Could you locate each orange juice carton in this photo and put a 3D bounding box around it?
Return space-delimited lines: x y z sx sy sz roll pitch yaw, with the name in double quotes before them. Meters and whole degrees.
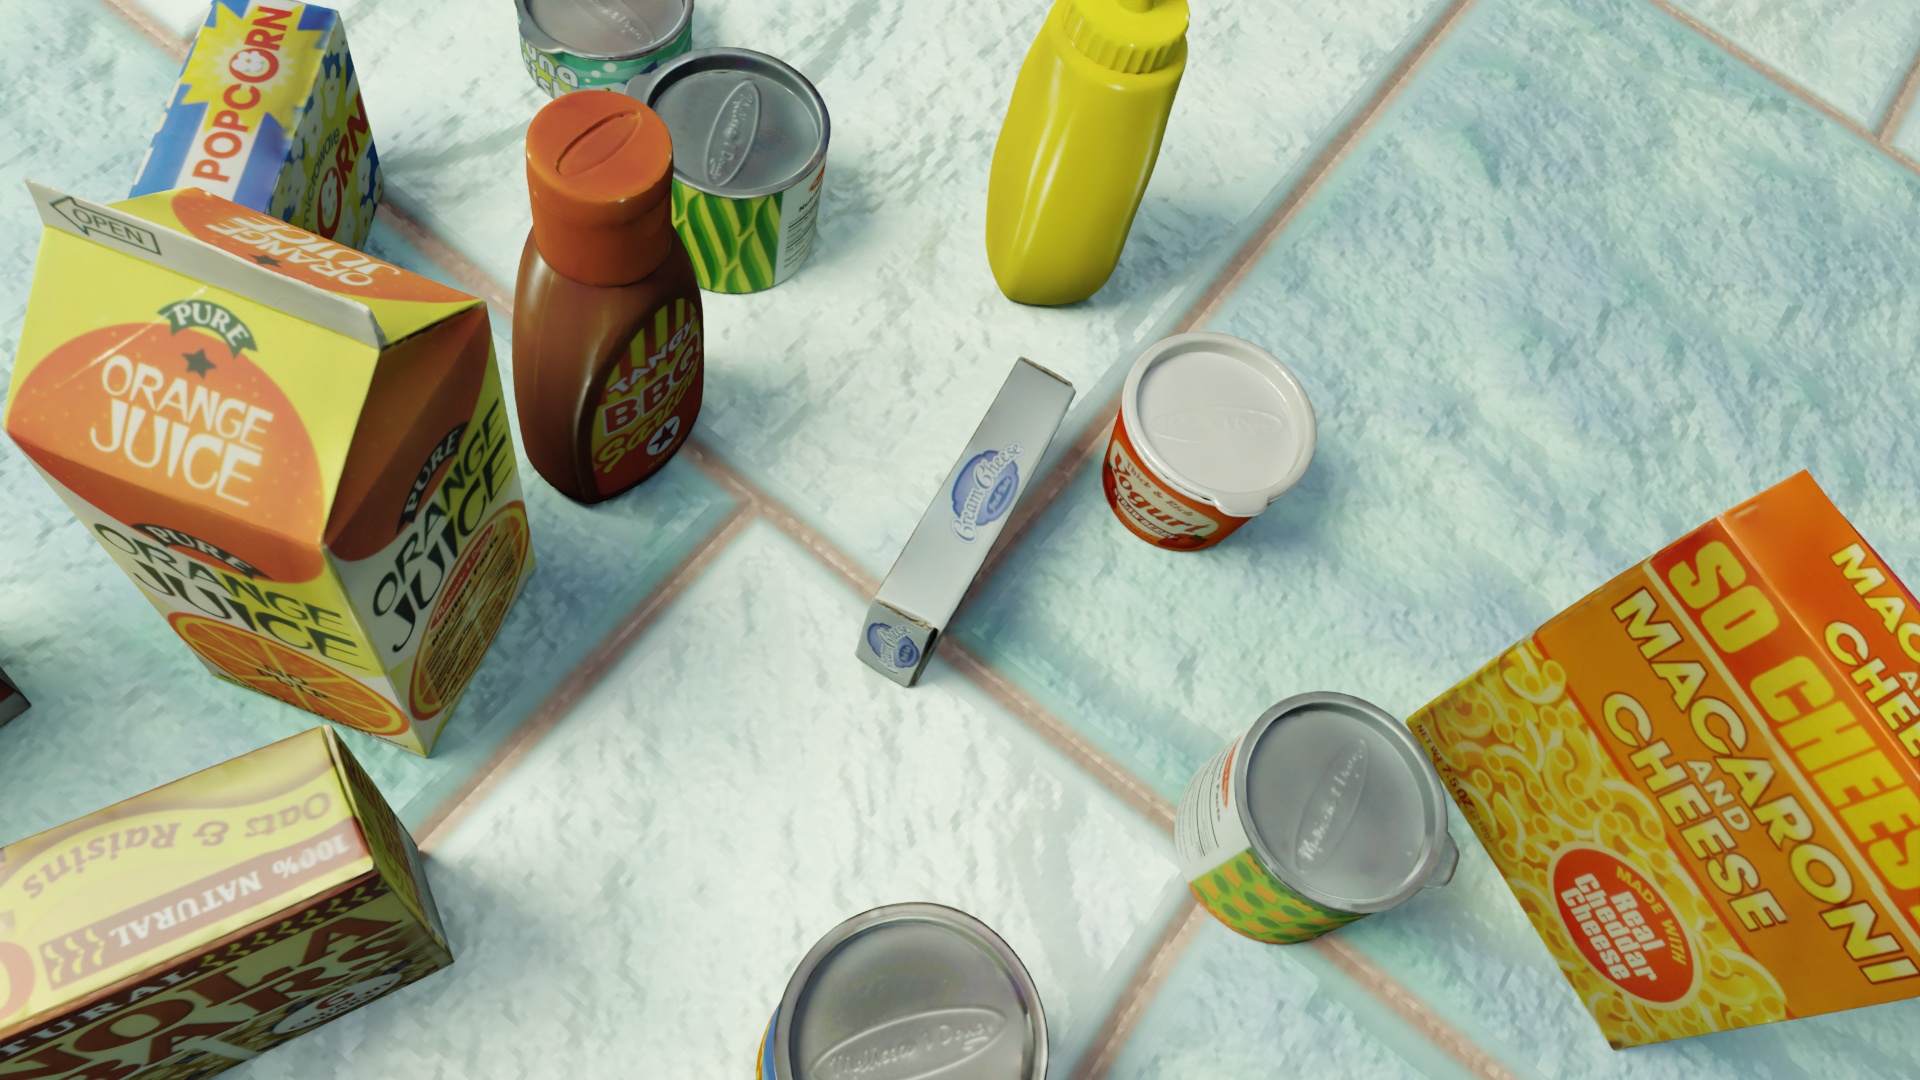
"orange juice carton" -0.162 -0.016 0.348 0.072 0.191 0.073 22 62 -1

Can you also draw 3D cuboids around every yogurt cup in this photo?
"yogurt cup" 0.083 -0.031 0.486 0.072 0.053 0.072 5 64 -10

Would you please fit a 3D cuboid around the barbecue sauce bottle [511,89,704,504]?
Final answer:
"barbecue sauce bottle" -0.104 -0.068 0.411 0.044 0.148 0.065 38 63 7

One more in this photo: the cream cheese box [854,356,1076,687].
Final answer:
"cream cheese box" 0.002 -0.006 0.457 0.024 0.053 0.104 29 62 3

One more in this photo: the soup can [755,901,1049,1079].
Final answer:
"soup can" -0.018 0.139 0.364 0.071 0.083 0.071 5 64 -10

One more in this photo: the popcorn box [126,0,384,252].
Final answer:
"popcorn box" -0.222 -0.095 0.435 0.038 0.085 0.127 8 63 -8

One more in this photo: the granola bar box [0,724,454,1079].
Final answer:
"granola bar box" -0.209 0.108 0.316 0.166 0.123 0.039 -22 71 -21

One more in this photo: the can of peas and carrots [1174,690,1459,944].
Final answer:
"can of peas and carrots" 0.108 0.088 0.430 0.071 0.058 0.071 5 64 -10

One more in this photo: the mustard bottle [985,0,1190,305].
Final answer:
"mustard bottle" 0.045 -0.146 0.474 0.049 0.159 0.065 -1 65 -12

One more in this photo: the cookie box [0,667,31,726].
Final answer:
"cookie box" -0.307 0.036 0.306 0.040 0.166 0.123 44 64 10

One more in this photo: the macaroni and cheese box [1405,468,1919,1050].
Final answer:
"macaroni and cheese box" 0.213 0.072 0.400 0.040 0.165 0.124 -22 71 -21

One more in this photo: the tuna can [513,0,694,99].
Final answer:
"tuna can" -0.138 -0.197 0.533 0.071 0.032 0.071 5 63 -10

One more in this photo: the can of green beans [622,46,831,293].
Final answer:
"can of green beans" -0.082 -0.132 0.498 0.071 0.057 0.071 5 64 -10
